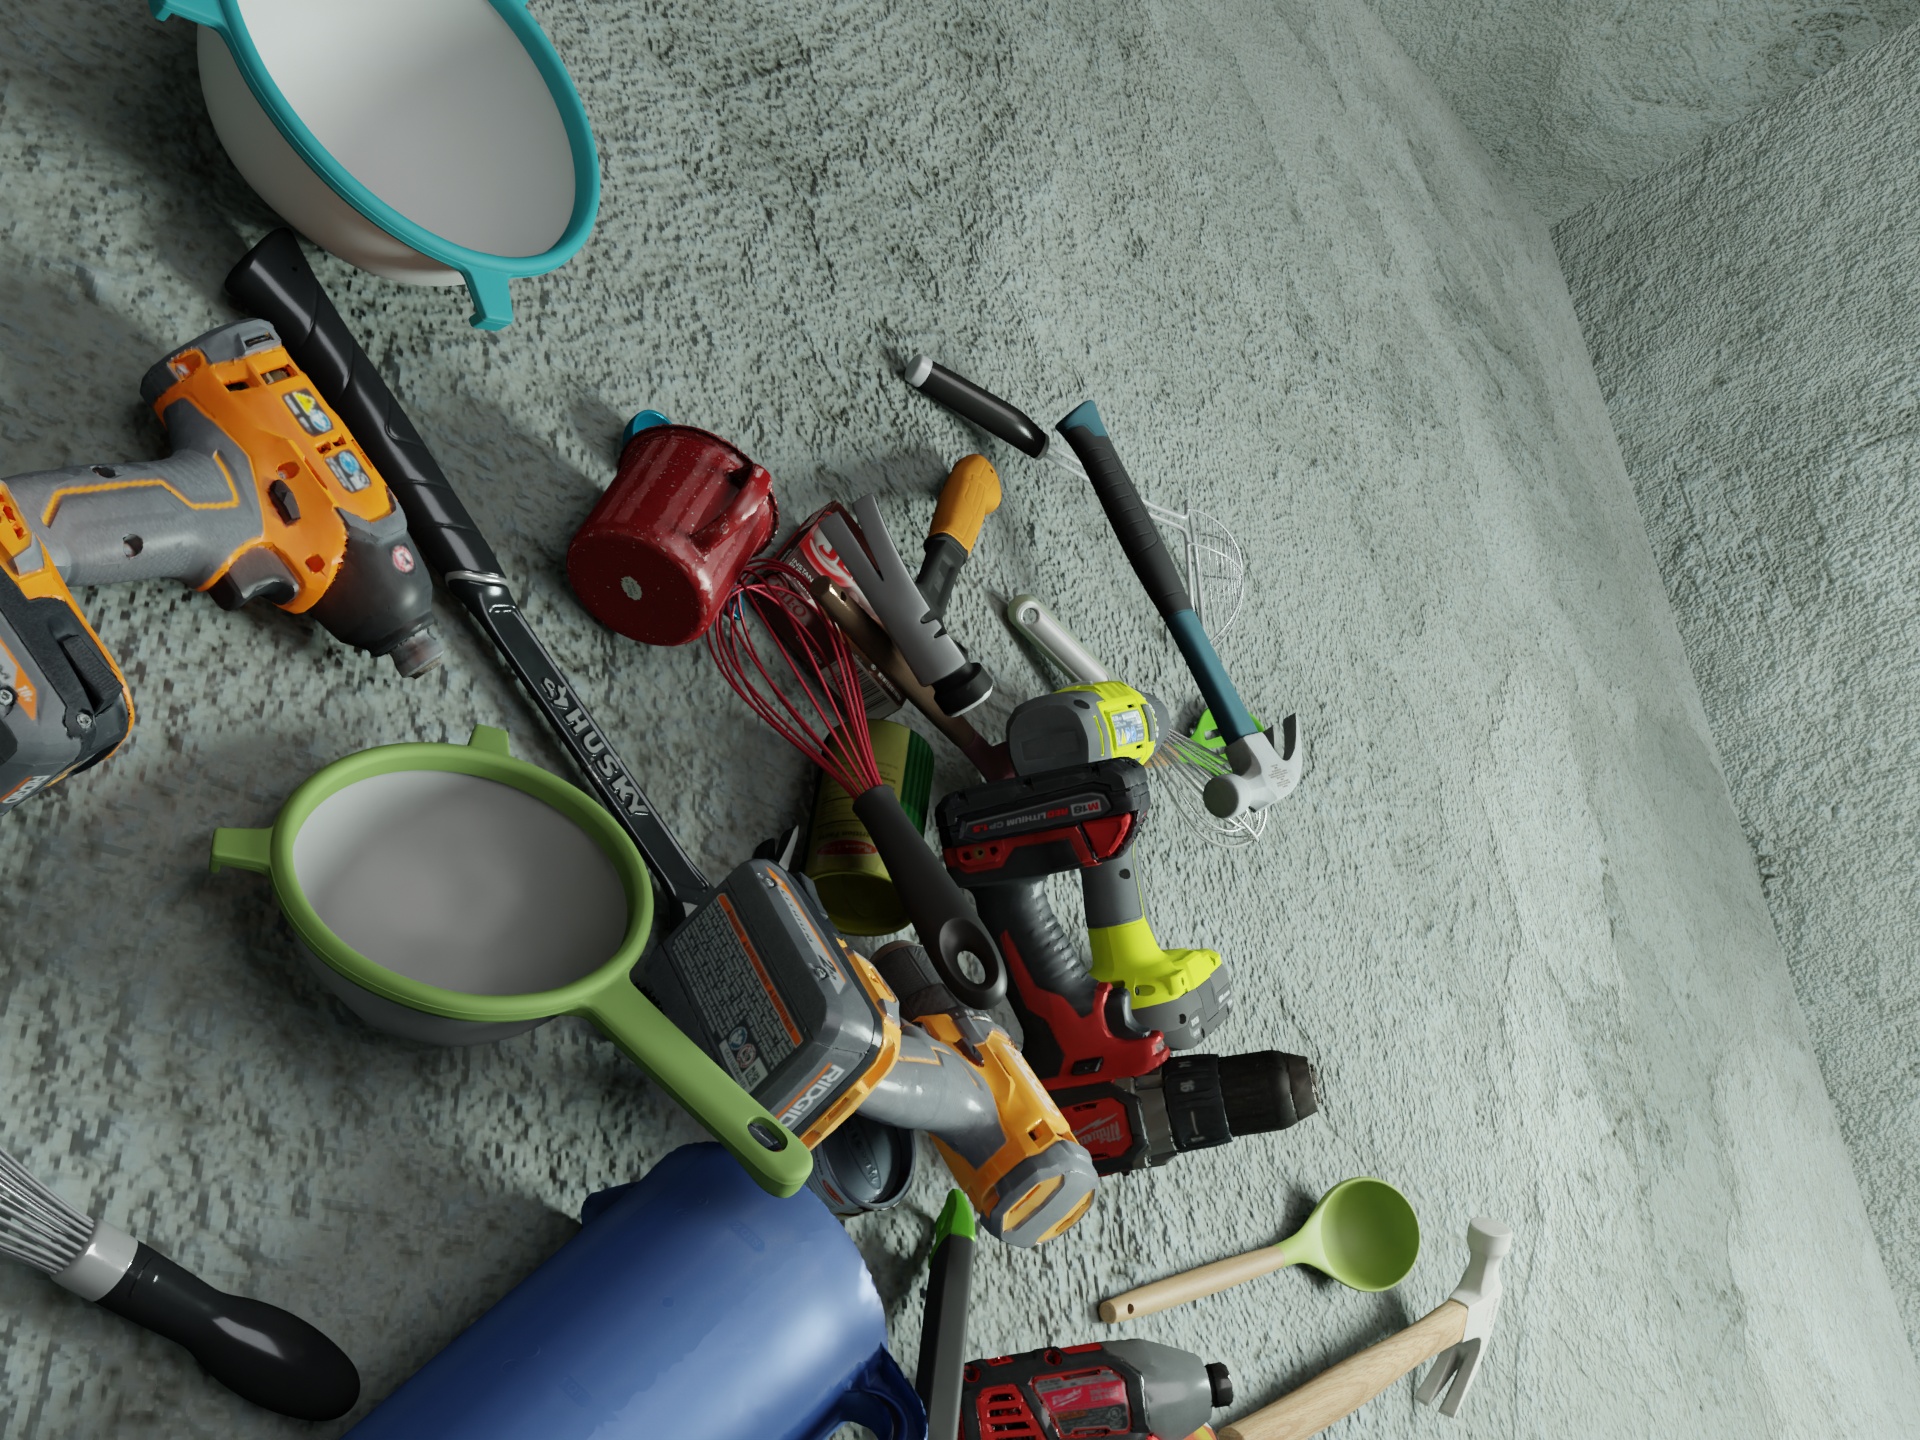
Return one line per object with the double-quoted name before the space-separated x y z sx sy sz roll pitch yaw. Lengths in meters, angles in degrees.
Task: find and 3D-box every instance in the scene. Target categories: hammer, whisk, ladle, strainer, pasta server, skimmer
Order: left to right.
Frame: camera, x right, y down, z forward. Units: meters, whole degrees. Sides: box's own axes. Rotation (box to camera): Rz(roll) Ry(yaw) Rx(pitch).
"whisk" -0.304 0.157 0.506 0.284 0.070 0.070 48 38 -29
"strainer" -0.277 -0.338 0.818 0.210 0.095 0.341 45 36 -30
"hammer" -0.217 -0.052 0.764 0.409 0.036 0.149 58 34 -8
"strainer" -0.167 0.113 0.637 0.256 0.069 0.151 39 32 13
"whisk" -0.055 0.027 0.829 0.073 0.073 0.296 7 43 -50
"hammer" -0.011 -0.118 0.984 0.127 0.034 0.337 57 17 -16
"pasta server" -0.001 -0.003 0.938 0.315 0.040 0.060 47 42 -54
"skimmer" 0.091 -0.169 1.241 0.363 0.090 0.127 26 49 -28
"whisk" 0.125 0.000 1.130 0.246 0.058 0.059 44 0 -3
"hammer" 0.151 -0.087 1.144 0.128 0.033 0.331 -8 69 -51
"ladle" 0.201 0.353 1.031 0.320 0.062 0.078 7 72 -48
"hammer" 0.274 0.436 1.061 0.331 0.031 0.130 -3 103 -45

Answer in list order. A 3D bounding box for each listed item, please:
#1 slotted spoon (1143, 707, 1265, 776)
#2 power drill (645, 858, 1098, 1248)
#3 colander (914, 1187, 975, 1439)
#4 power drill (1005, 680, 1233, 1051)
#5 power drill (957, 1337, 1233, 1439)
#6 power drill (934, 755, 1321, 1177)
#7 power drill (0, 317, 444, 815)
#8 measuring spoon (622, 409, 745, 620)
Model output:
"slotted spoon" 0.143 0.024 1.188 0.313 0.031 0.070 -3 71 -51
"power drill" -0.043 0.146 0.759 0.226 0.084 0.186 38 10 -44
"colander" -0.052 0.345 0.674 0.094 0.204 0.397 17 29 -5
"power drill" 0.107 0.086 1.015 0.190 0.080 0.228 -9 87 -65
"power drill" 0.078 0.416 0.766 0.143 0.078 0.220 -5 67 -9
"power drill" 0.087 0.136 0.879 0.080 0.188 0.227 -5 83 -78
"power drill" -0.305 -0.054 0.615 0.164 0.084 0.226 57 32 -11
"measuring spoon" -0.158 -0.113 0.900 0.128 0.021 0.042 66 31 -13
